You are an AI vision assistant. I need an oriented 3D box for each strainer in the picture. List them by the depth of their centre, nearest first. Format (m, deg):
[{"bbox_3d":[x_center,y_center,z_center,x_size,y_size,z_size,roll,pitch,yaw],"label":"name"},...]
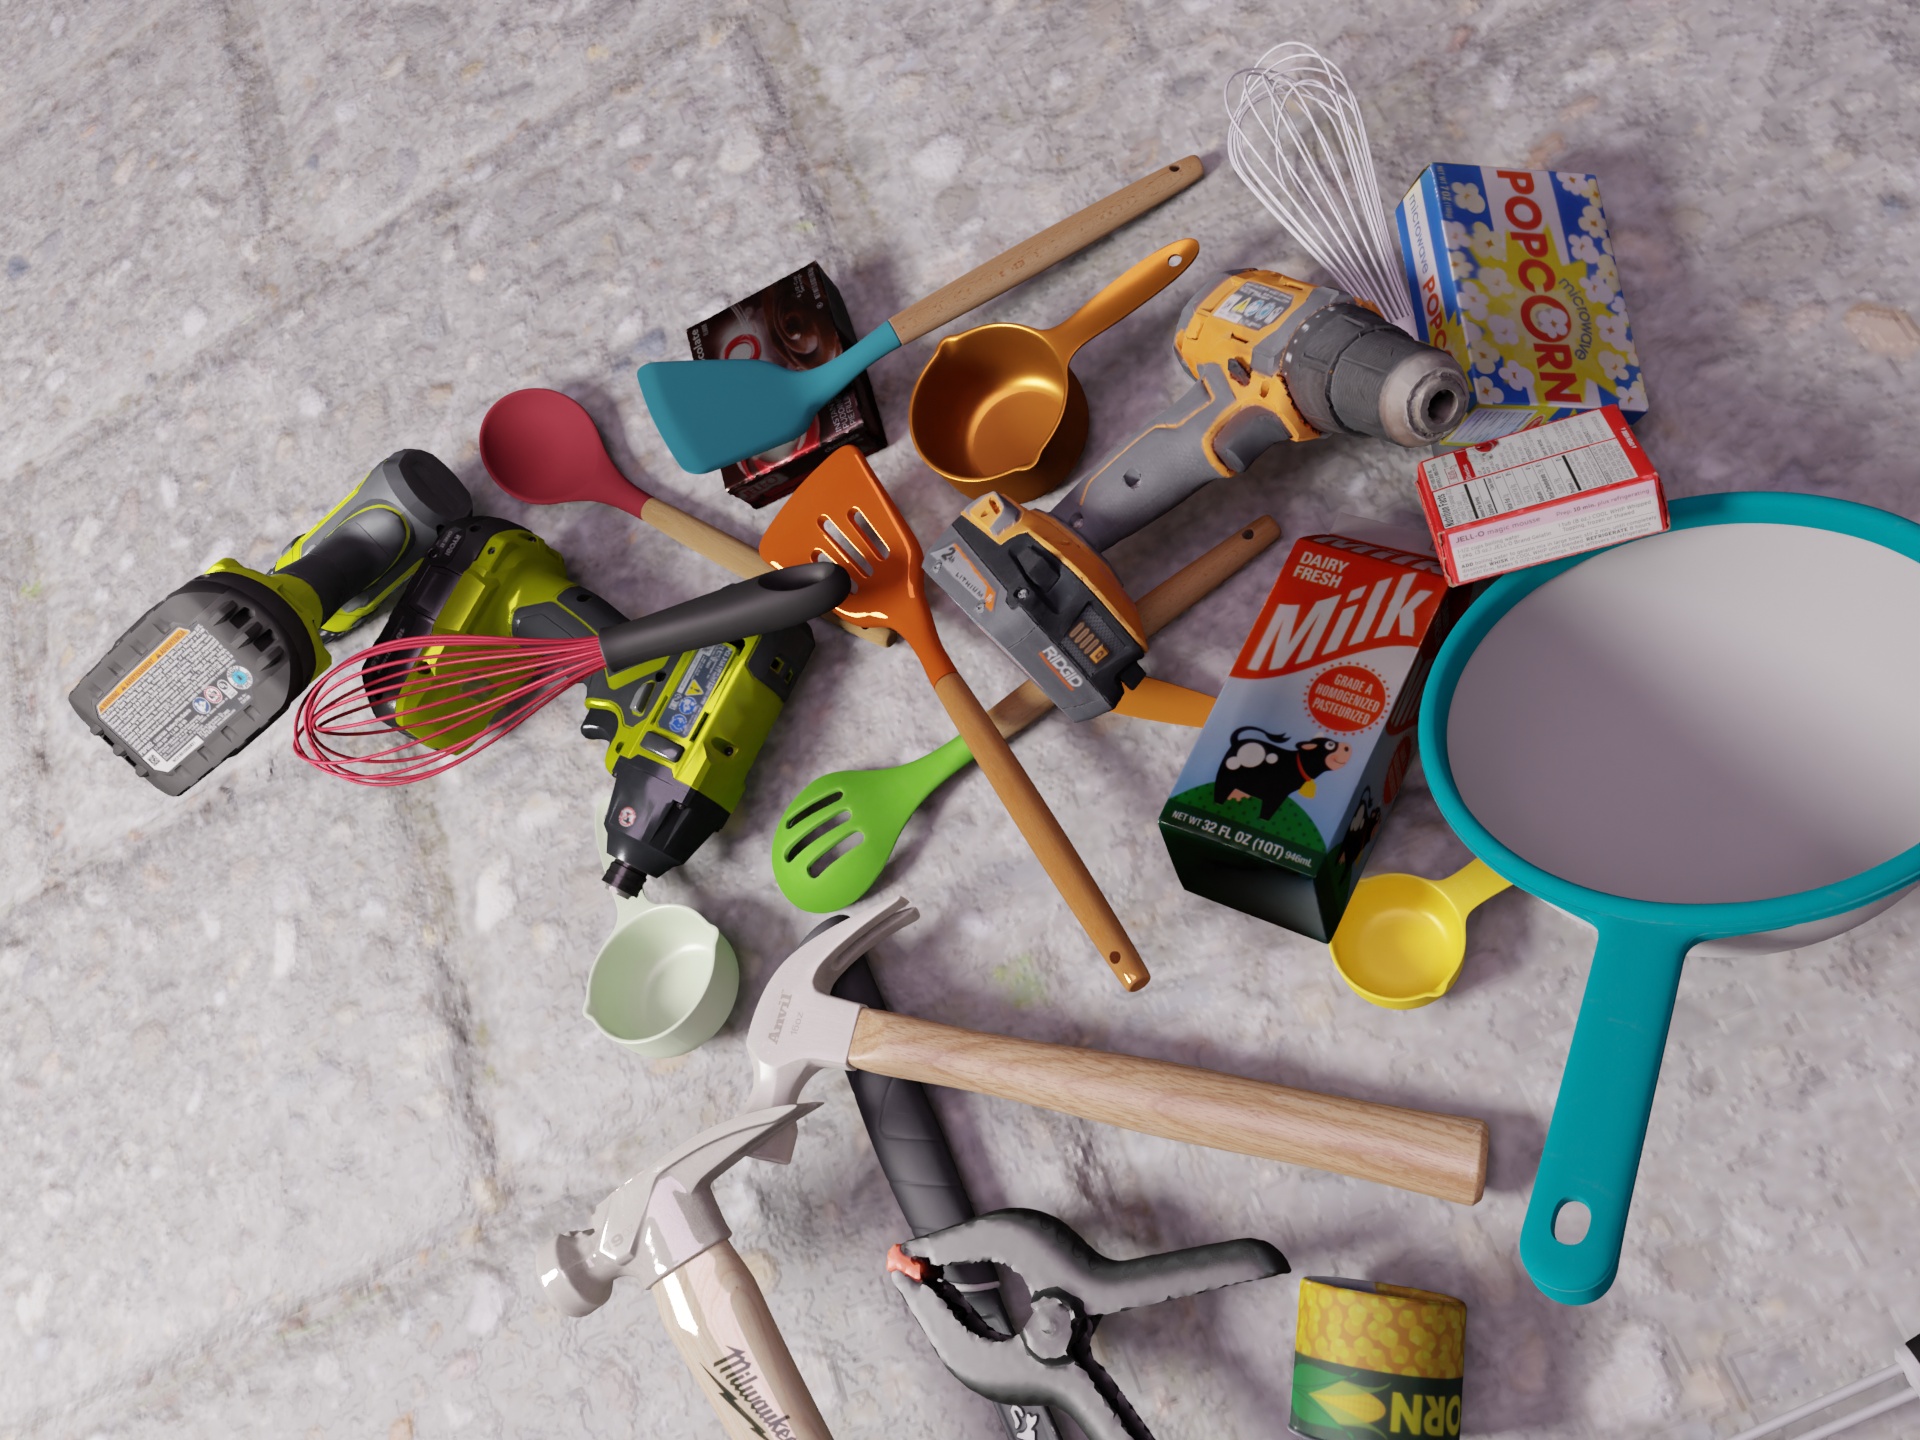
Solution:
[{"bbox_3d":[0.268,0.065,0.588,0.211,0.095,0.340,5,54,36],"label":"strainer"}]

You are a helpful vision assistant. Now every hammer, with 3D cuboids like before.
[{"bbox_3d":[-0.025,0.359,0.647,0.146,0.038,0.411,-36,72,9],"label":"hammer"},{"bbox_3d":[0.061,0.160,0.707,0.331,0.031,0.130,7,70,18],"label":"hammer"},{"bbox_3d":[0.015,0.269,0.715,0.149,0.036,0.409,-32,64,11],"label":"hammer"}]

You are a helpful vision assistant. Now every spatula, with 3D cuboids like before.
[{"bbox_3d":[-0.001,-0.002,0.766,0.081,0.041,0.323,-46,55,20],"label":"spatula"},{"bbox_3d":[-0.014,-0.222,0.835,0.317,0.044,0.082,-29,61,1],"label":"spatula"}]

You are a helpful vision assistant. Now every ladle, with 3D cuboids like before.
[{"bbox_3d":[-0.159,-0.112,0.908,0.316,0.031,0.069,29,91,26],"label":"ladle"}]

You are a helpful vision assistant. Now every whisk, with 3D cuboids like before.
[{"bbox_3d":[0.199,-0.207,0.763,0.070,0.070,0.285,-26,71,15],"label":"whisk"},{"bbox_3d":[-0.197,-0.029,0.803,0.296,0.073,0.073,-16,68,3],"label":"whisk"}]

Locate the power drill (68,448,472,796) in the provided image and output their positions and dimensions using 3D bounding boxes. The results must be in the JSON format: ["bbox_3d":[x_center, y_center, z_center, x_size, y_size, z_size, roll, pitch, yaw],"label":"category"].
[{"bbox_3d":[-0.392,-0.054,0.906,0.190,0.229,0.080,-34,108,22],"label":"power drill"}]

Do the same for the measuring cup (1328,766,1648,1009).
[{"bbox_3d":[0.230,0.070,0.687,0.156,0.029,0.062,-33,59,-1],"label":"measuring cup"}]

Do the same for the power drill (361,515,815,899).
[{"bbox_3d":[-0.209,-0.014,0.868,0.223,0.080,0.171,22,77,25],"label":"power drill"}]

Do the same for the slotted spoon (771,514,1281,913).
[{"bbox_3d":[0.026,-0.006,0.795,0.314,0.031,0.070,-36,61,9],"label":"slotted spoon"}]

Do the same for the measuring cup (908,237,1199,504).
[{"bbox_3d":[0.056,-0.180,0.818,0.173,0.052,0.095,-36,64,9],"label":"measuring cup"}]

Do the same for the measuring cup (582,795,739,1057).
[{"bbox_3d":[-0.165,0.107,0.848,0.083,0.038,0.168,-32,47,5],"label":"measuring cup"}]

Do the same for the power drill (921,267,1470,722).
[{"bbox_3d":[0.105,-0.105,0.717,0.226,0.084,0.186,-44,31,1],"label":"power drill"}]

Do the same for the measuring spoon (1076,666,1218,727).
[{"bbox_3d":[0.099,-0.009,0.758,0.117,0.011,0.021,14,88,15],"label":"measuring spoon"}]

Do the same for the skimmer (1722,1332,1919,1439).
[{"bbox_3d":[0.293,0.275,0.558,0.363,0.090,0.127,-31,97,10],"label":"skimmer"}]
